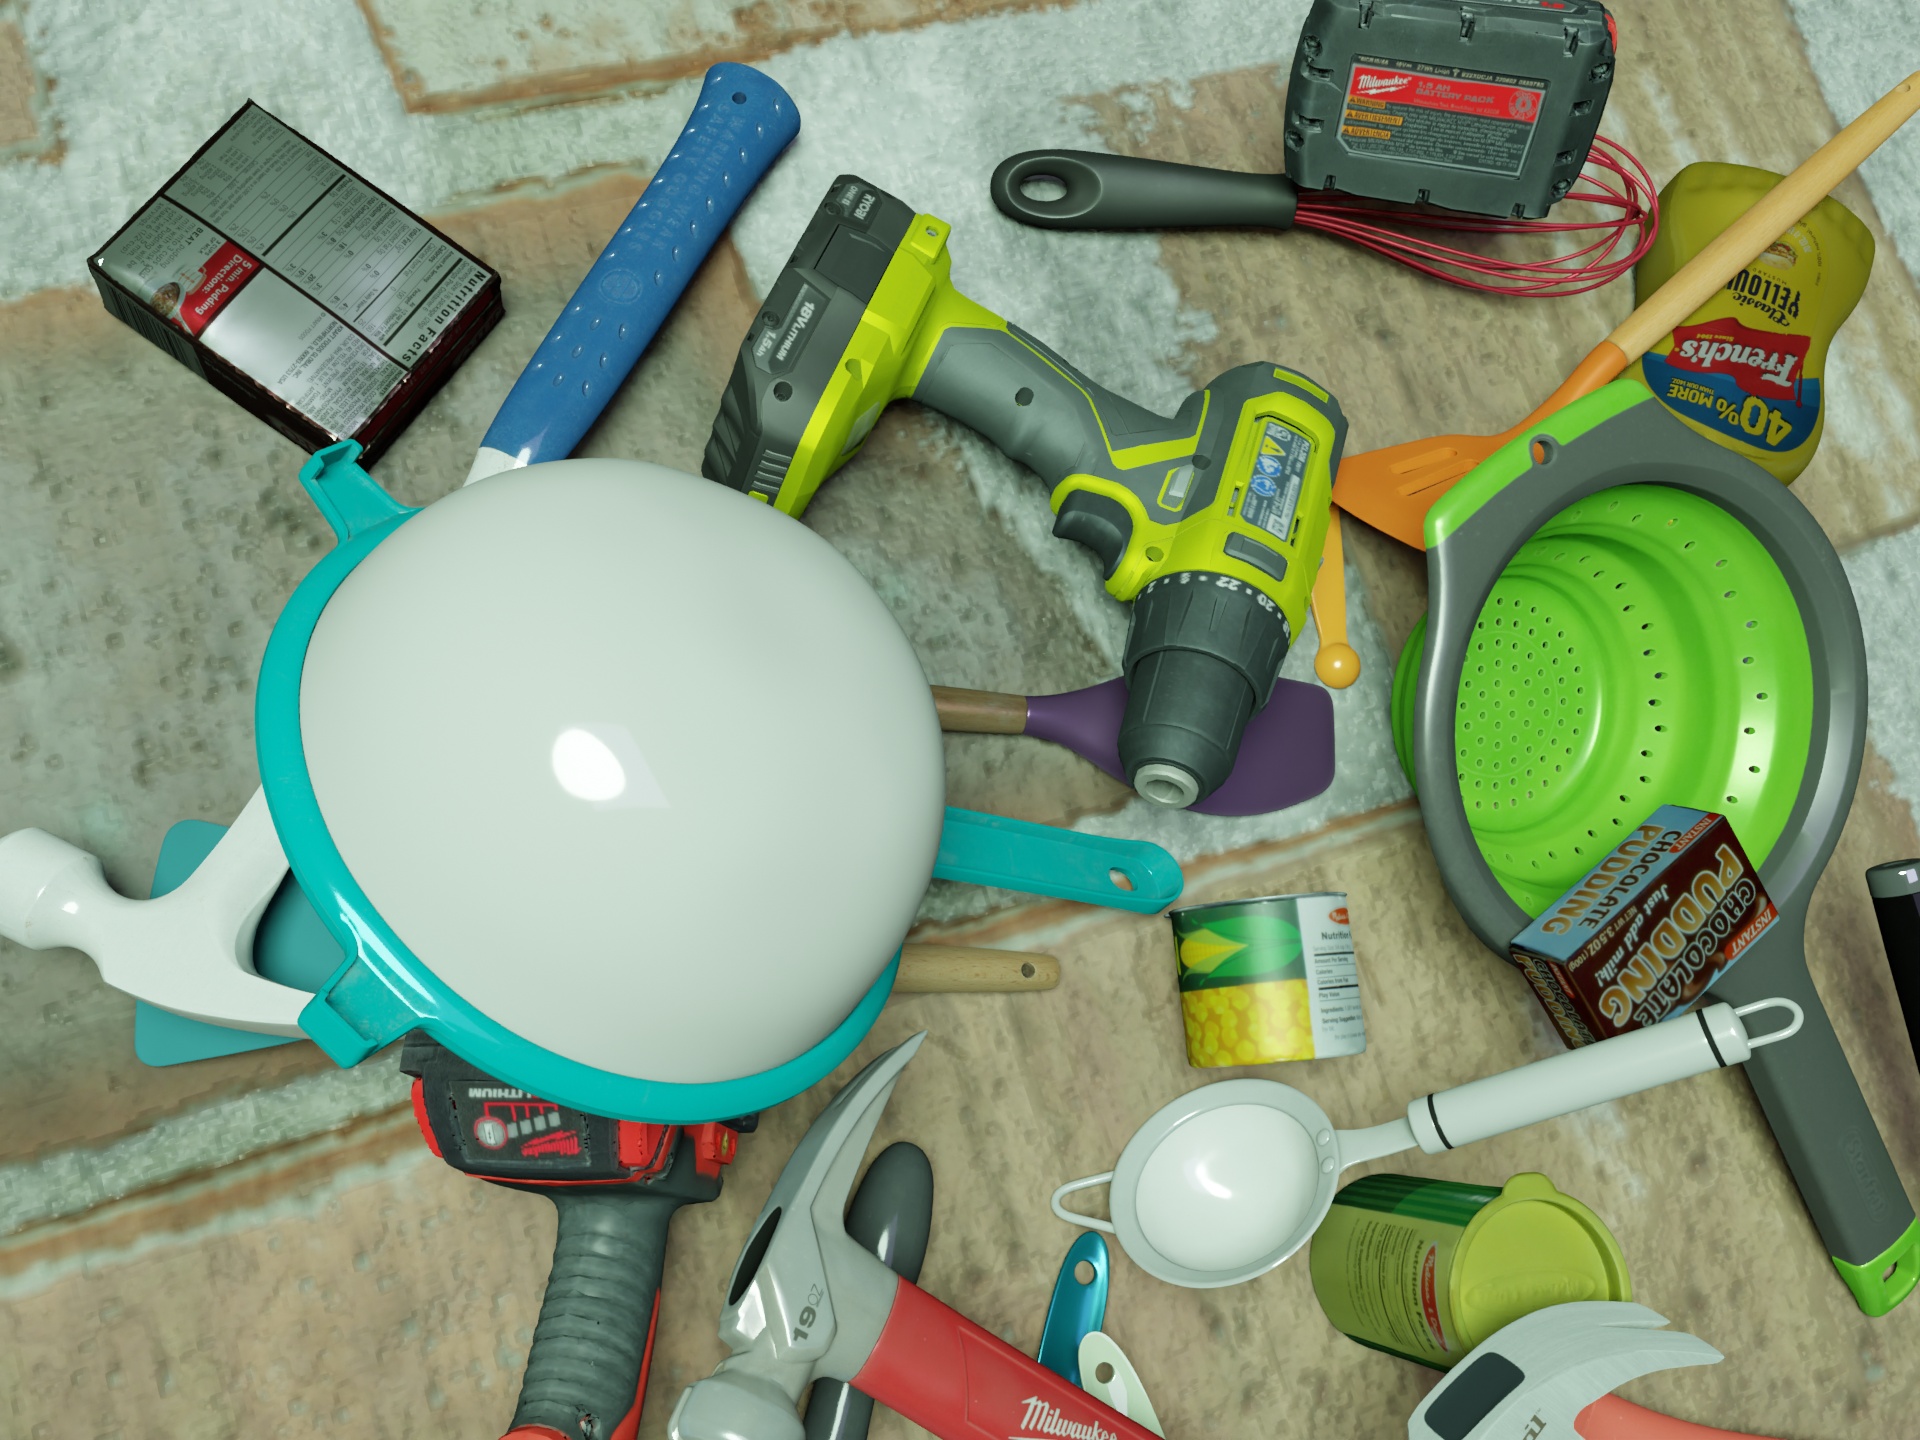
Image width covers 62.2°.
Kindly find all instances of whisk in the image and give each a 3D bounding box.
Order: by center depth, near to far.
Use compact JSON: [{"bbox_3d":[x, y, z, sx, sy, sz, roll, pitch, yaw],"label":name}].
[{"bbox_3d":[-0.054,0.278,0.516,0.070,0.070,0.285,19,68,-9],"label":"whisk"},{"bbox_3d":[0.159,-0.221,0.680,0.295,0.073,0.073,0,77,-7],"label":"whisk"}]

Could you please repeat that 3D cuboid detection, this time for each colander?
[{"bbox_3d":[0.275,0.066,0.632,0.204,0.094,0.397,-33,104,-15],"label":"colander"}]

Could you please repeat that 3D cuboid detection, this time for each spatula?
[{"bbox_3d":[-0.118,0.083,0.561,0.317,0.044,0.082,5,75,-17],"label":"spatula"},{"bbox_3d":[-0.001,-0.002,0.609,0.315,0.018,0.060,6,77,-13],"label":"spatula"},{"bbox_3d":[0.290,-0.174,0.664,0.322,0.041,0.081,-41,45,-5],"label":"spatula"}]

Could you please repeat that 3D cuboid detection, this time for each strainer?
[{"bbox_3d":[-0.028,0.011,0.491,0.340,0.095,0.211,14,47,-38],"label":"strainer"},{"bbox_3d":[0.154,0.143,0.542,0.050,0.258,0.087,52,26,-28],"label":"strainer"}]

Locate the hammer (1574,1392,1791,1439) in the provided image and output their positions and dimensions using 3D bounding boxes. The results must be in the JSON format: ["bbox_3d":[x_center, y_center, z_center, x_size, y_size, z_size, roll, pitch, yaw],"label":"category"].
[{"bbox_3d":[0.375,0.315,0.615,0.359,0.036,0.149,12,75,-11],"label":"hammer"}]

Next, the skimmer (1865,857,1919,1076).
[{"bbox_3d":[0.384,0.230,0.555,0.127,0.090,0.363,-16,85,24],"label":"skimmer"}]

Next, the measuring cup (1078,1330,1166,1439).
[{"bbox_3d":[0.073,0.291,0.549,0.083,0.038,0.168,-20,80,-17],"label":"measuring cup"}]

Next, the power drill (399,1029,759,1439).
[{"bbox_3d":[-0.122,0.189,0.442,0.080,0.187,0.227,-2,68,11],"label":"power drill"}]

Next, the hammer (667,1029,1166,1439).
[{"bbox_3d":[0.097,0.259,0.521,0.386,0.038,0.143,36,51,-11],"label":"hammer"}]

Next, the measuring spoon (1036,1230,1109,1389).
[{"bbox_3d":[0.030,0.246,0.563,0.042,0.021,0.129,22,64,-7],"label":"measuring spoon"}]

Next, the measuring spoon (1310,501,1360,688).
[{"bbox_3d":[0.153,-0.071,0.664,0.021,0.011,0.117,-2,78,-14],"label":"measuring spoon"}]

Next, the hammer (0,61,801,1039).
[{"bbox_3d":[-0.158,-0.078,0.561,0.144,0.035,0.406,24,68,5],"label":"hammer"}]

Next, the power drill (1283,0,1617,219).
[{"bbox_3d":[0.201,-0.306,0.666,0.143,0.078,0.220,12,50,9],"label":"power drill"}]

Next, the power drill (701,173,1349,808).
[{"bbox_3d":[0.027,-0.085,0.589,0.228,0.080,0.191,26,58,-7],"label":"power drill"}]

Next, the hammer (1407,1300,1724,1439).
[{"bbox_3d":[0.250,0.305,0.526,0.128,0.033,0.330,-48,114,-9],"label":"hammer"}]
